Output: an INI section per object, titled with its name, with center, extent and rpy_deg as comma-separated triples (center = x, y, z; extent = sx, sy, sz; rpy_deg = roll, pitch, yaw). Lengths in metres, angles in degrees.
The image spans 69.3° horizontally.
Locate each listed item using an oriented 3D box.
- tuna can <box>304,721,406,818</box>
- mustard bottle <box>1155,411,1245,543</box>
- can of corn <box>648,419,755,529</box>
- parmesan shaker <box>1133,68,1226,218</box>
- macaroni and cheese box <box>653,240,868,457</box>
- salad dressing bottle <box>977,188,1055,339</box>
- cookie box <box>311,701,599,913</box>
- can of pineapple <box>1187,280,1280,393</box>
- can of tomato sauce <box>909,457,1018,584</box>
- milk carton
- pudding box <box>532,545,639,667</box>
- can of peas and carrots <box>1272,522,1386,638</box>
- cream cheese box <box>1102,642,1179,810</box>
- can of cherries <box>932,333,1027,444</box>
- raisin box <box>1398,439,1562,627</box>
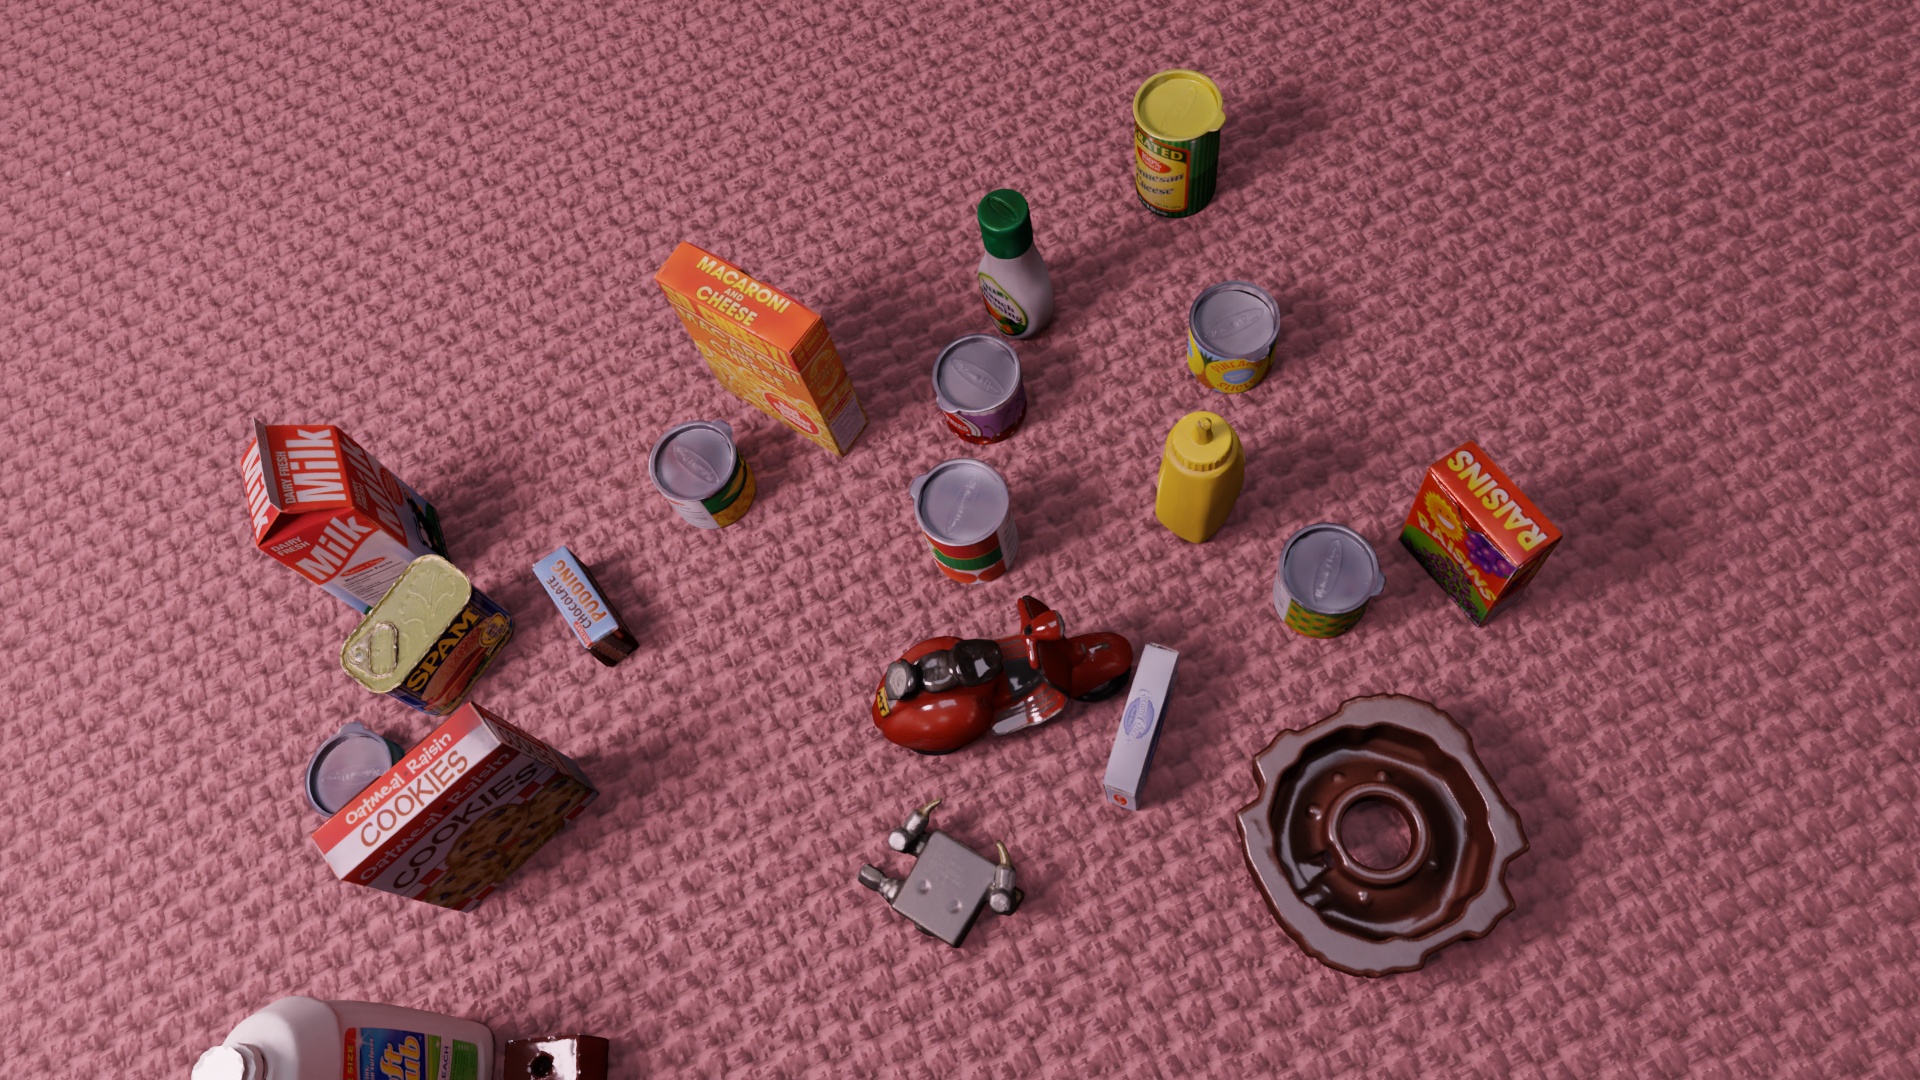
[tuna can]
center = -0.434, 0.169, 1.005
extent = 0.071, 0.032, 0.071
rpy_deg = -3, 68, 7
[mustard bottle]
center = 0.164, -0.051, 0.945
extent = 0.049, 0.159, 0.065
rpy_deg = 32, 76, 18
[can of corn]
center = -0.192, -0.050, 1.048
extent = 0.071, 0.058, 0.071
rpy_deg = -3, 68, 7
[parmesan shaker]
center = 0.170, -0.304, 1.078
extent = 0.071, 0.102, 0.071
rpy_deg = -3, 68, 7
[macaroni and cheese box]
center = -0.142, -0.138, 1.018
extent = 0.124, 0.166, 0.040
rpy_deg = 30, 75, 18
[salad dressing bottle]
center = 0.038, -0.204, 1.031
extent = 0.044, 0.147, 0.064
rpy_deg = -43, 69, -10
[cookie box]
center = -0.325, 0.179, 0.913
extent = 0.123, 0.167, 0.040
rpy_deg = -42, 69, -9
[can of pineapple]
center = 0.203, -0.149, 1.035
extent = 0.071, 0.057, 0.071
rpy_deg = -3, 68, 7
[can of tomato sauce]
center = 0.004, -0.012, 0.992
extent = 0.071, 0.083, 0.071
rpy_deg = -3, 68, 7
[milk carton]
center = -0.447, -0.018, 0.997
extent = 0.073, 0.190, 0.072
rpy_deg = -23, 67, -2
[pudding box]
center = -0.276, 0.048, 1.023
extent = 0.030, 0.049, 0.084
rpy_deg = -36, 68, -7
[can of peas and carrots]
center = 0.252, 0.029, 0.955
extent = 0.071, 0.058, 0.071
rpy_deg = -3, 68, 7
[cream cheese box]
center = 0.122, 0.126, 0.936
extent = 0.024, 0.053, 0.104
rpy_deg = 16, 71, 14
[can of cherries]
center = 0.013, -0.112, 1.045
extent = 0.071, 0.058, 0.072
rpy_deg = -3, 68, 7
[raisin box]
center = 0.340, -0.002, 0.921
extent = 0.040, 0.123, 0.086
rpy_deg = -33, 68, -6
